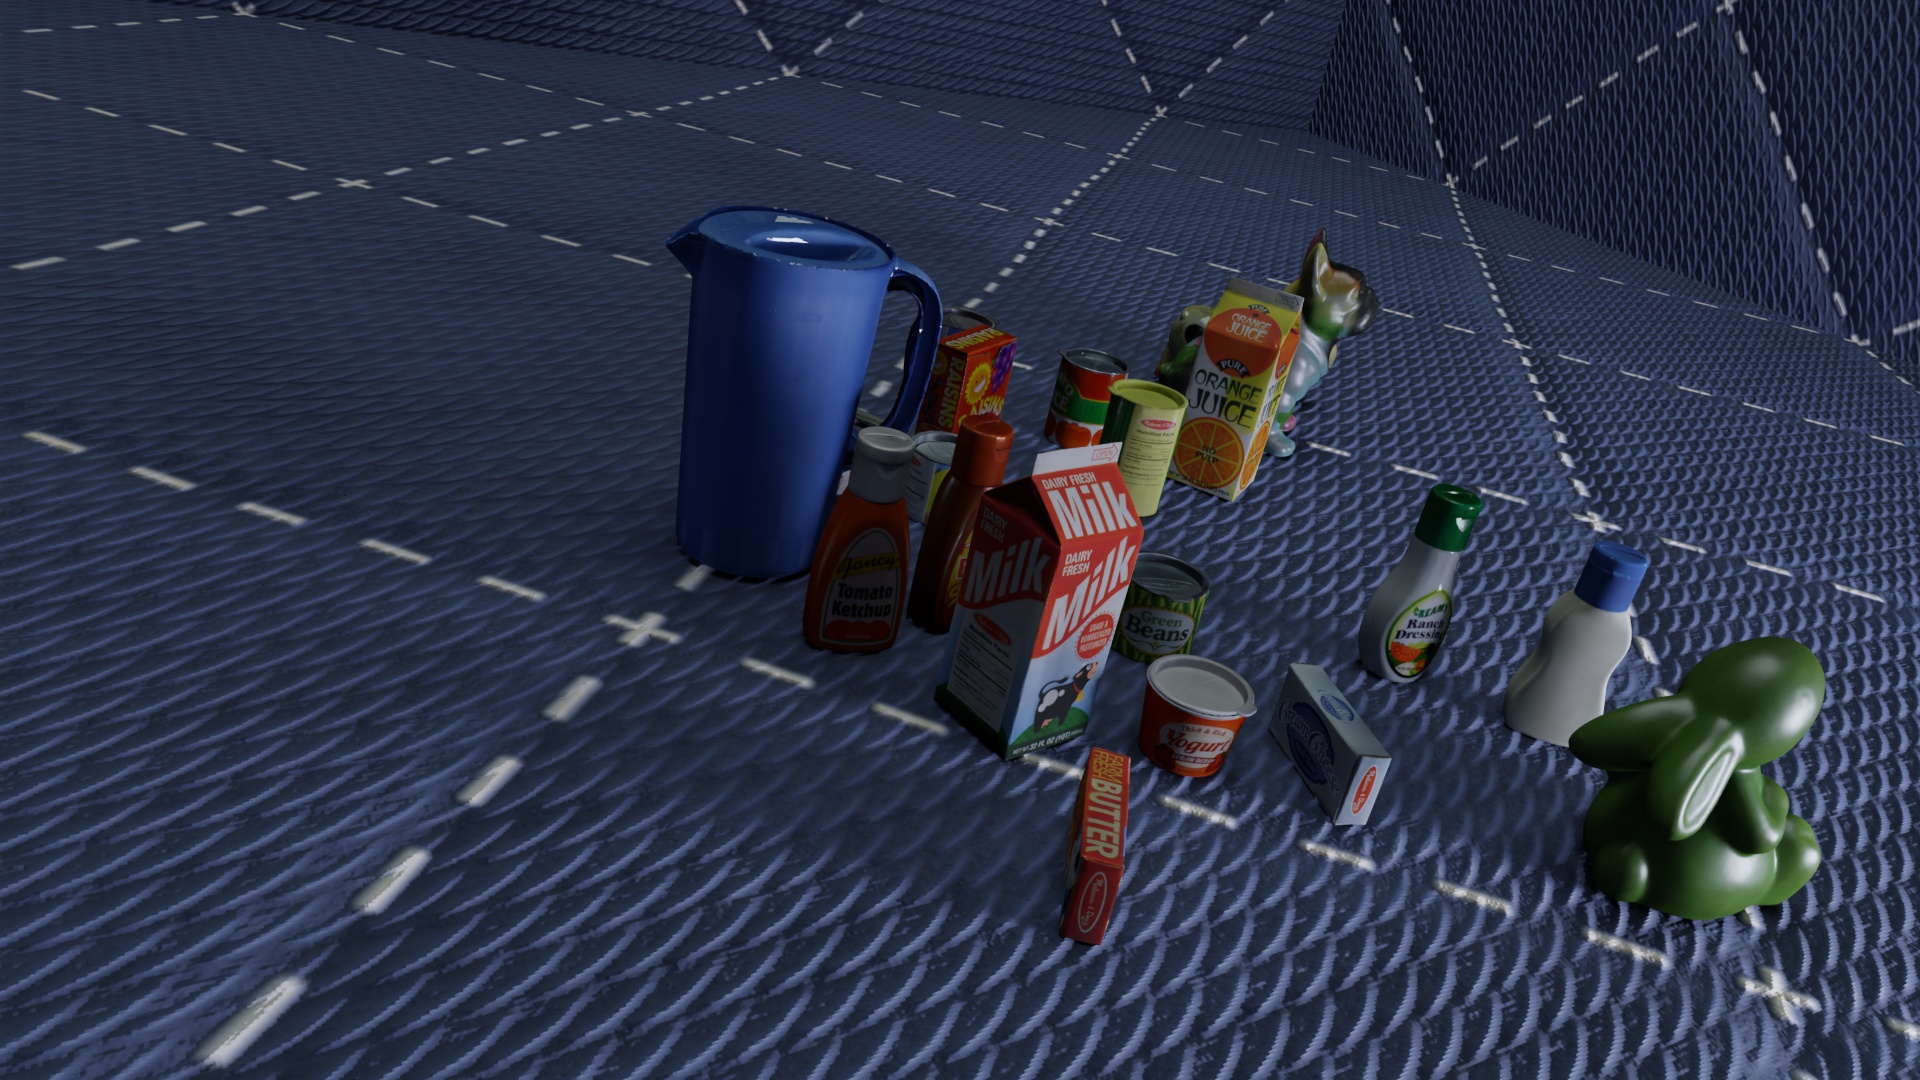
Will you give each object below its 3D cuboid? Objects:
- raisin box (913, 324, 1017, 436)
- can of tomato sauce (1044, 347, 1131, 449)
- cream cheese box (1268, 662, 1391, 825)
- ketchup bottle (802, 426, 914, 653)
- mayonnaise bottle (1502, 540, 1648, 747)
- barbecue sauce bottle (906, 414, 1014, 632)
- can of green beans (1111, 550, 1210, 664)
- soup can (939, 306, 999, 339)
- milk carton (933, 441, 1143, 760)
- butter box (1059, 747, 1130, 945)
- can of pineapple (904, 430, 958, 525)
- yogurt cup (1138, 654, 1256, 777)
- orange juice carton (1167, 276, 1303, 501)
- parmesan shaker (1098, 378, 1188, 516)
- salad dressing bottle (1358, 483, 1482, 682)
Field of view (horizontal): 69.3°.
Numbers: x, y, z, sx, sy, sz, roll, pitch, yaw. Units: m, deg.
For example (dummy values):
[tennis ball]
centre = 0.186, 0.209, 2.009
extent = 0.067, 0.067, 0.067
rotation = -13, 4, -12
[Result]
[raisin box]
centre = 0.002, -0.115, 1.185
extent = 0.040, 0.122, 0.086
rotation = 25, 28, 24
[can of tomato sauce]
centre = 0.118, -0.134, 1.320
extent = 0.071, 0.082, 0.071
rotation = 10, 26, -5
[cream cheese box]
centre = 0.232, 0.127, 0.880
extent = 0.024, 0.053, 0.104
rotation = 5, 27, -16
[ketchup bottle]
centre = -0.061, 0.000, 0.897
extent = 0.065, 0.148, 0.044
rotation = 3, 27, -19
[mayonnaise bottle]
centre = 0.435, 0.073, 0.973
extent = 0.065, 0.147, 0.041
rotation = 17, 26, 10
[barbecue sauce bottle]
centre = 0.003, -0.012, 0.950
extent = 0.044, 0.147, 0.065
rotation = 29, 30, 31
[can of green beans]
centre = 0.139, 0.048, 0.993
extent = 0.071, 0.057, 0.071
rotation = 10, 26, -5
[soup can]
centre = -0.003, -0.178, 1.354
extent = 0.071, 0.083, 0.071
rotation = 10, 26, -5
[milk carton]
centre = 0.050, 0.030, 0.840
extent = 0.072, 0.189, 0.073
rotation = -11, 34, -40
[butter box]
centre = 0.072, 0.161, 0.742
extent = 0.024, 0.053, 0.104
rotation = 14, 26, 2
[can of pineapple]
centre = -0.012, -0.049, 1.121
extent = 0.071, 0.057, 0.071
rotation = 10, 26, -5
[yogurt cup]
centre = 0.145, 0.111, 0.873
extent = 0.072, 0.053, 0.073
rotation = 10, 26, -5
[orange juice carton]
centre = 0.252, -0.141, 1.270
extent = 0.072, 0.191, 0.073
rotation = 23, 27, 20
[parmesan shaker]
centre = 0.149, -0.081, 1.205
extent = 0.071, 0.102, 0.071
rotation = 10, 26, -5
[salad dressing bottle]
centre = 0.336, 0.031, 1.012
extent = 0.064, 0.147, 0.044
rotation = 2, 27, -21
